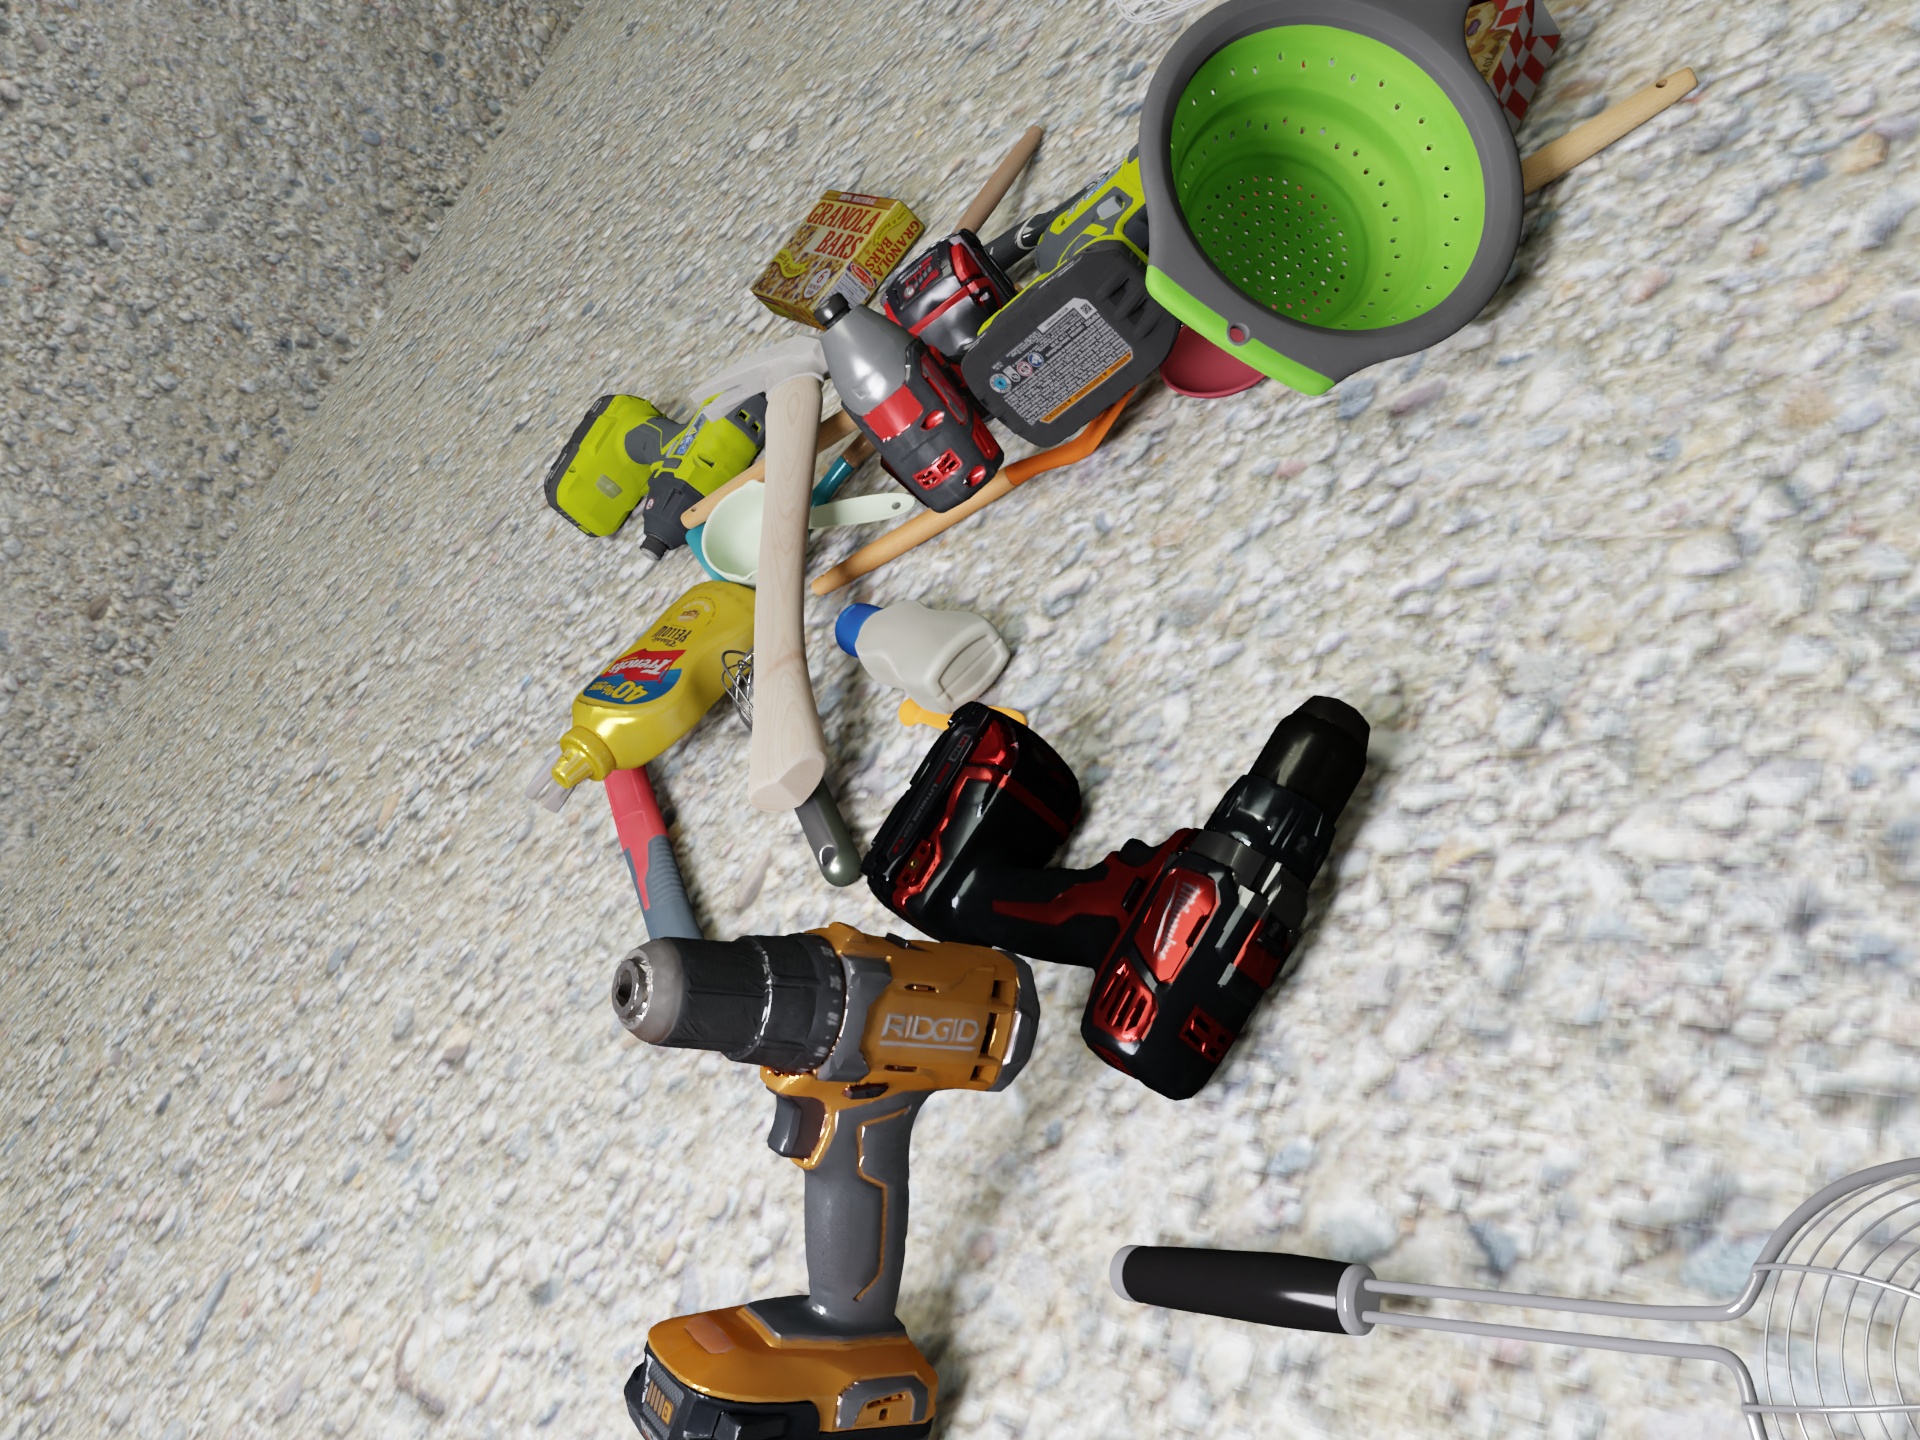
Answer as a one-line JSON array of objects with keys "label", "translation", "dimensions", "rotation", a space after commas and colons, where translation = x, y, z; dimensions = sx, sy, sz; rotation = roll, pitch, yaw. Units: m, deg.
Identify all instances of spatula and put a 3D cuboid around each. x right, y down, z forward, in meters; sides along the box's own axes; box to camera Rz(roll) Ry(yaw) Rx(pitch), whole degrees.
[{"label": "spatula", "translation": [0.011, -0.159, 1.053], "dimensions": [0.322, 0.041, 0.081], "rotation": [-26, 29, 35]}, {"label": "spatula", "translation": [0.007, -0.382, 1.231], "dimensions": [0.060, 0.018, 0.316], "rotation": [-18, 33, 42]}, {"label": "spatula", "translation": [-0.071, -0.217, 1.201], "dimensions": [0.317, 0.044, 0.082], "rotation": [-44, 57, 8]}]

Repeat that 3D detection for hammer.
[{"label": "hammer", "translation": [-0.127, -0.112, 1.075], "dimensions": [0.146, 0.038, 0.411], "rotation": [-19, 49, 20]}, {"label": "hammer", "translation": [0.069, -0.377, 1.183], "dimensions": [0.409, 0.036, 0.149], "rotation": [-25, 28, 37]}, {"label": "hammer", "translation": [-0.224, 0.098, 1.087], "dimensions": [0.143, 0.038, 0.387], "rotation": [-47, 34, 9]}]

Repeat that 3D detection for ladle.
[{"label": "ladle", "translation": [0.252, -0.266, 0.888], "dimensions": [0.315, 0.031, 0.069], "rotation": [-28, 52, 28]}]

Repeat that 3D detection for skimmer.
[{"label": "skimmer", "translation": [0.195, 0.202, 0.513], "dimensions": [0.363, 0.090, 0.127], "rotation": [-19, 47, 52]}]

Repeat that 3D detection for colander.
[{"label": "colander", "translation": [0.221, -0.337, 0.857], "dimensions": [0.397, 0.204, 0.094], "rotation": [-59, 3, -14]}]

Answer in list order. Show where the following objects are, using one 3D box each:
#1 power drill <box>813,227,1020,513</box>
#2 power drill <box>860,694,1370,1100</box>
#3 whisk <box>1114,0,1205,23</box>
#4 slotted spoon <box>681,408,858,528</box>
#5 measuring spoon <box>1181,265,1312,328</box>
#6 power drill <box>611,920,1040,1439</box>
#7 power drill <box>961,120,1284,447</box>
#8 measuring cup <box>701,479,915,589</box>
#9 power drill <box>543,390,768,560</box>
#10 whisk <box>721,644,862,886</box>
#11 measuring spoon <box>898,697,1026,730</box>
[{"label": "power drill", "translation": [-0.018, -0.232, 1.016], "dimensions": [0.078, 0.143, 0.220], "rotation": [-33, 17, 28]}, {"label": "power drill", "translation": [0.074, 0.056, 0.751], "dimensions": [0.227, 0.080, 0.188], "rotation": [20, 74, 52]}, {"label": "whisk", "translation": [0.188, -0.501, 1.061], "dimensions": [0.070, 0.070, 0.285], "rotation": [-54, 40, -5]}, {"label": "slotted spoon", "translation": [-0.078, -0.224, 1.178], "dimensions": [0.314, 0.031, 0.070], "rotation": [-29, 52, 15]}, {"label": "measuring spoon", "translation": [0.165, -0.254, 0.992], "dimensions": [0.124, 0.018, 0.034], "rotation": [-15, 47, 32]}, {"label": "power drill", "translation": [-0.071, 0.193, 0.647], "dimensions": [0.084, 0.185, 0.226], "rotation": [15, 91, 54]}, {"label": "power drill", "translation": [0.102, -0.284, 0.964], "dimensions": [0.190, 0.080, 0.229], "rotation": [-31, 25, 44]}, {"label": "measuring cup", "translation": [-0.105, -0.137, 1.151], "dimensions": [0.167, 0.038, 0.083], "rotation": [-7, 66, 19]}, {"label": "power drill", "translation": [-0.273, -0.221, 1.412], "dimensions": [0.223, 0.080, 0.171], "rotation": [12, 68, 50]}, {"label": "whisk", "translation": [-0.107, 0.023, 1.015], "dimensions": [0.058, 0.059, 0.247], "rotation": [-53, 37, 17]}, {"label": "measuring spoon", "translation": [-0.002, -0.003, 0.946], "dimensions": [0.117, 0.011, 0.021], "rotation": [7, 64, 52]}]
